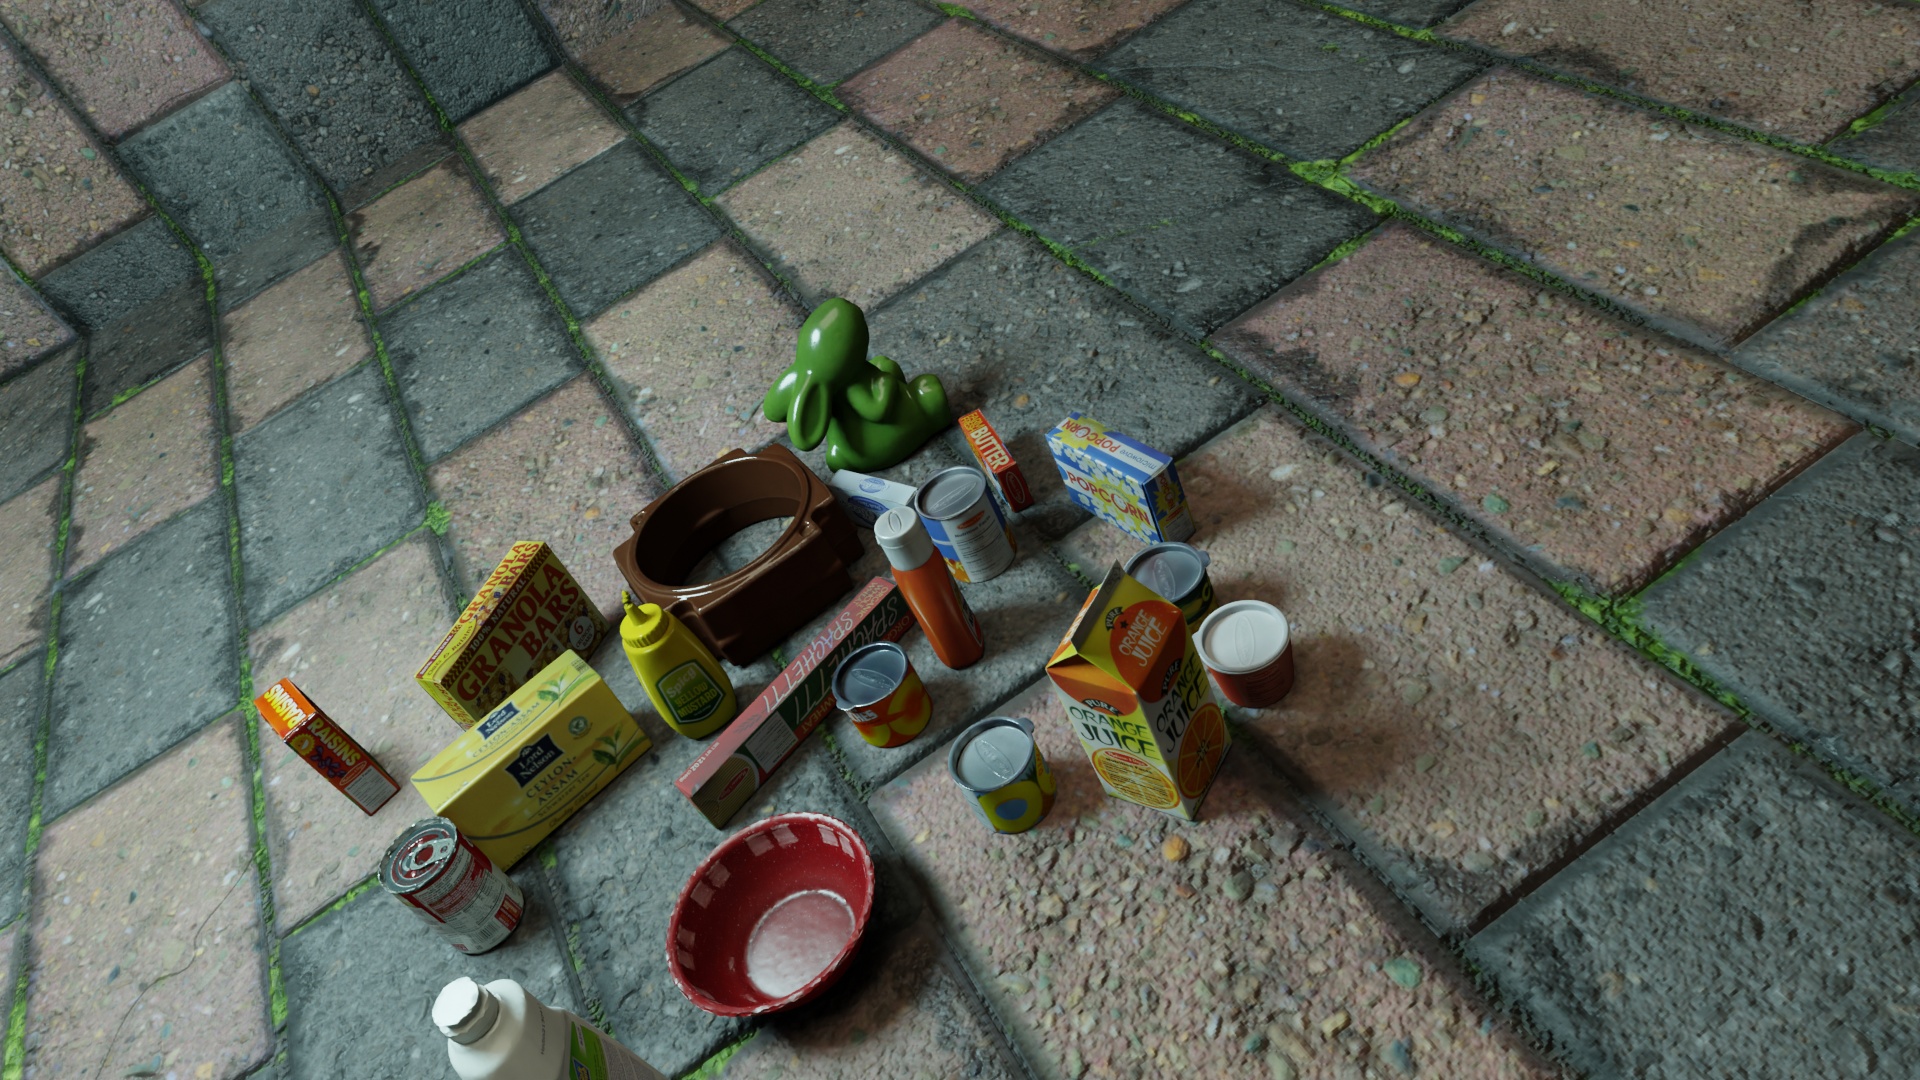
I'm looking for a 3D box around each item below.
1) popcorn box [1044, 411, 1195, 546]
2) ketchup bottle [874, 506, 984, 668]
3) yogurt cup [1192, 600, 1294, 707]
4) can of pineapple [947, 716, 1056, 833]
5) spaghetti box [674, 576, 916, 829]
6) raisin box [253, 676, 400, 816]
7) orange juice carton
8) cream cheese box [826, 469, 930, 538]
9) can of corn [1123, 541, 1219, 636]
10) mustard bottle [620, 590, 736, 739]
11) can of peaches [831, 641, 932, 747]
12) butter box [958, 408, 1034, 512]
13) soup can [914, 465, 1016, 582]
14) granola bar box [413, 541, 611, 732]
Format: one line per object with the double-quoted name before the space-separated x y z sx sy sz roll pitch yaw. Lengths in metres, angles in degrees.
"popcorn box" 0.136 -0.050 1.182 0.038 0.085 0.127 -40 42 -16
"ketchup bottle" -0.026 0.036 1.127 0.043 0.148 0.065 -25 40 3
"yogurt cup" 0.213 0.086 1.020 0.072 0.053 0.073 -15 41 14
"can of pineapple" 0.033 0.172 1.021 0.071 0.057 0.071 -15 41 14
"spaghetti box" -0.132 0.131 1.159 0.029 0.050 0.251 22 59 42
"raisin box" -0.584 0.190 1.281 0.040 0.123 0.086 -45 43 -20
"orange juice carton" 0.118 0.102 0.946 0.073 0.191 0.072 11 53 36
"cream cheese box" -0.073 -0.032 1.300 0.104 0.053 0.024 15 55 39
"can of corn" 0.168 0.044 1.086 0.071 0.058 0.071 -15 41 14
"mustard bottle" -0.246 0.100 1.167 0.065 0.159 0.049 -34 40 -9
"can of peaches" -0.064 0.126 1.121 0.071 0.057 0.071 -15 41 14
"butter box" 0.032 -0.075 1.289 0.024 0.053 0.104 -29 40 -2
"soup can" 0.004 -0.015 1.216 0.071 0.083 0.072 -15 41 14
"granola bar box" -0.409 0.101 1.281 0.039 0.123 0.166 2 48 31
